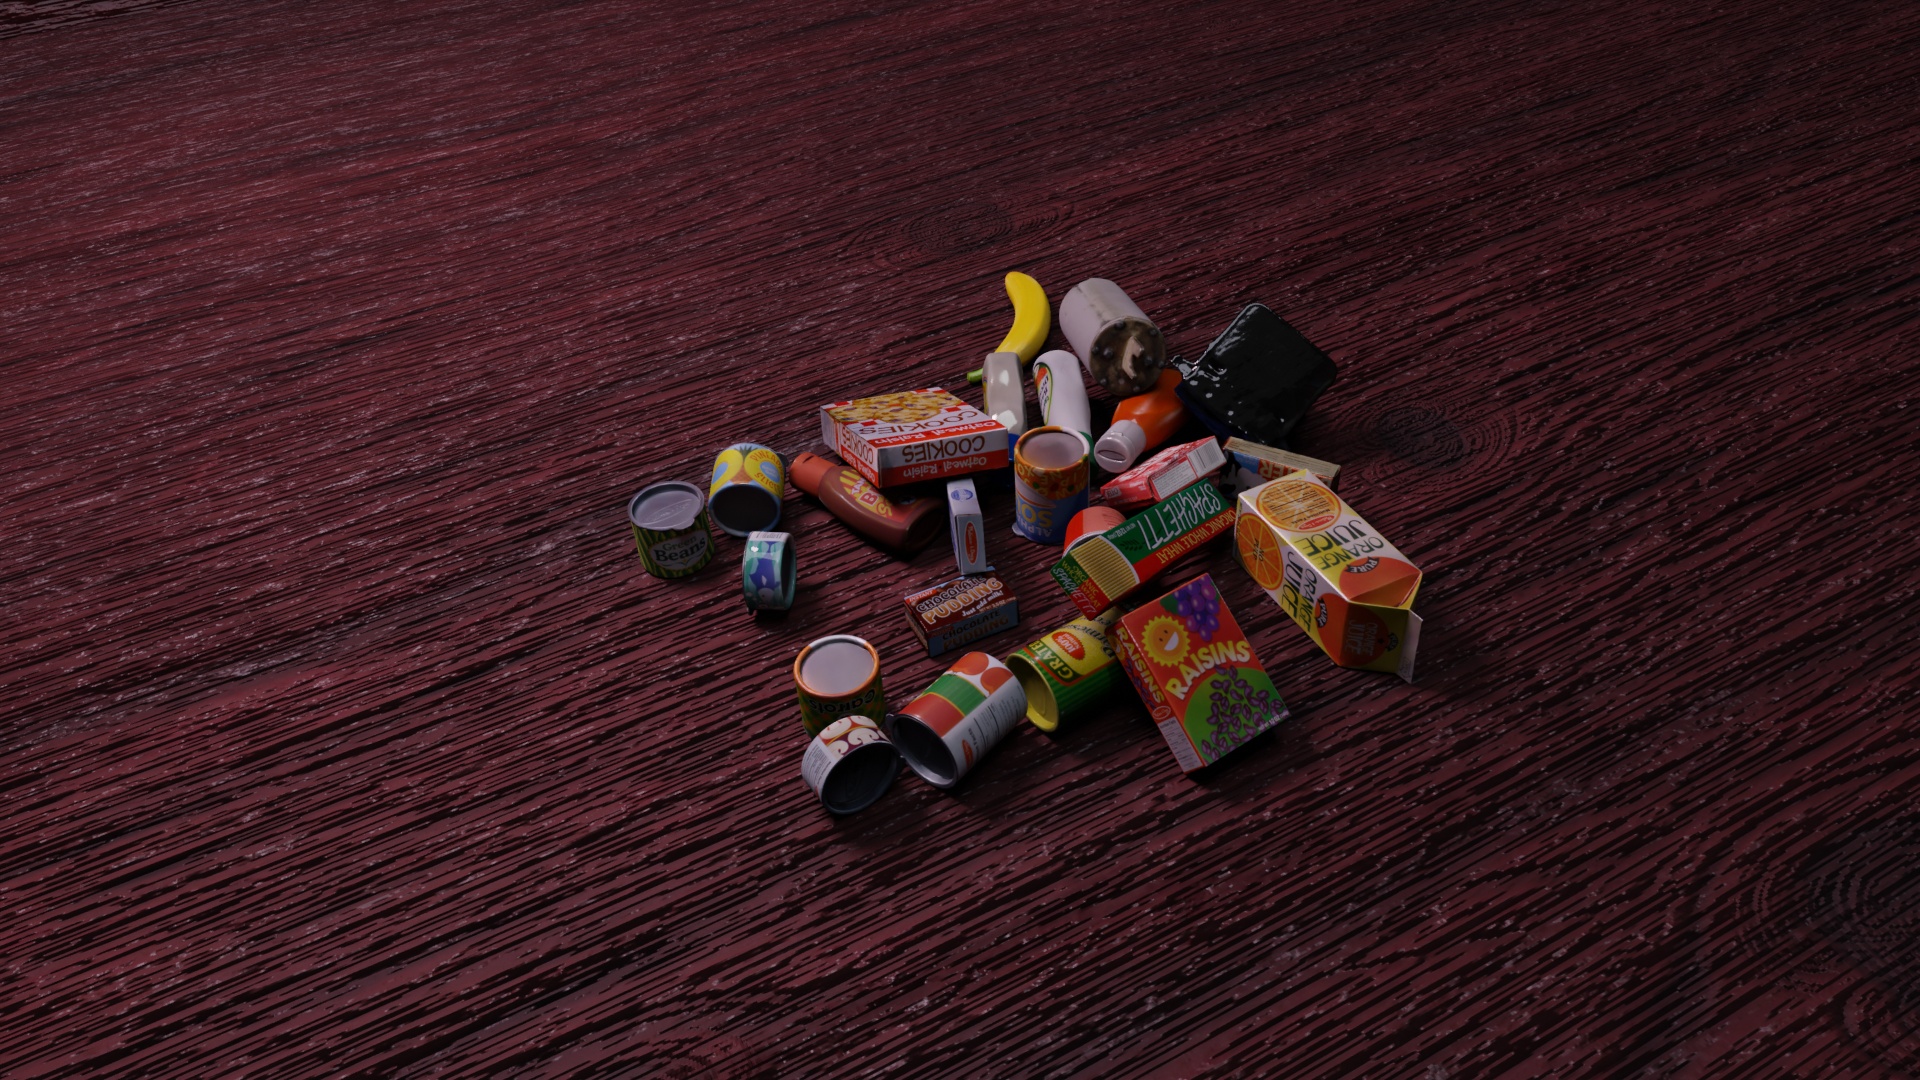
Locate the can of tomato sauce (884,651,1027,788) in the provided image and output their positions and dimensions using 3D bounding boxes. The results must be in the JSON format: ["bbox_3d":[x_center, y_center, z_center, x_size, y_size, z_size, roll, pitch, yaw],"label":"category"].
[{"bbox_3d":[-0.002,0.131,1.028,0.071,0.070,0.083,27,49,31],"label":"can of tomato sauce"}]

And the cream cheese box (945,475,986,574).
[{"bbox_3d":[0.004,-0.015,1.183,0.024,0.053,0.104,-5,21,-3],"label":"cream cheese box"}]

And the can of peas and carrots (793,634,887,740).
[{"bbox_3d":[-0.091,0.116,1.057,0.071,0.058,0.071,-2,41,2],"label":"can of peas and carrots"}]

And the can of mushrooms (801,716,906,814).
[{"bbox_3d":[-0.077,0.161,1.000,0.071,0.070,0.033,-26,45,-24],"label":"can of mushrooms"}]

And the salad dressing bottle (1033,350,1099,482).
[{"bbox_3d":[0.101,-0.116,1.313,0.044,0.064,0.148,0,48,-10],"label":"salad dressing bottle"}]

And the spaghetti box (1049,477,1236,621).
[{"bbox_3d":[0.155,0.002,1.116,0.050,0.028,0.251,51,36,11],"label":"spaghetti box"}]

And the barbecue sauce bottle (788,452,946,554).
[{"bbox_3d":[-0.088,-0.037,1.245,0.149,0.043,0.065,24,43,29],"label":"barbecue sauce bottle"}]

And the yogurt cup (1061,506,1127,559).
[{"bbox_3d":[0.117,0.008,1.165,0.072,0.072,0.054,-2,33,2],"label":"yogurt cup"}]

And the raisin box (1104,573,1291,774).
[{"bbox_3d":[0.175,0.097,1.028,0.086,0.040,0.123,-26,81,-22],"label":"raisin box"}]

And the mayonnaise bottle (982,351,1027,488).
[{"bbox_3d":[0.043,-0.112,1.310,0.041,0.064,0.149,-2,44,1],"label":"mayonnaise bottle"}]

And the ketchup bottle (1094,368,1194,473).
[{"bbox_3d":[0.171,-0.112,1.298,0.065,0.043,0.149,15,36,25],"label":"ketchup bottle"}]

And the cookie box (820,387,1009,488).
[{"bbox_3d":[-0.044,-0.095,1.265,0.123,0.040,0.168,-11,22,-20],"label":"cookie box"}]

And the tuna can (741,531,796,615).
[{"bbox_3d":[-0.159,0.028,1.161,0.033,0.070,0.071,2,41,5],"label":"tuna can"}]

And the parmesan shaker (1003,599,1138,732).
[{"bbox_3d":[0.093,0.092,1.065,0.103,0.071,0.071,-27,46,-25],"label":"parmesan shaker"}]

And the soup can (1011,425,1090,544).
[{"bbox_3d":[0.078,-0.048,1.215,0.071,0.083,0.072,-2,41,2],"label":"soup can"}]

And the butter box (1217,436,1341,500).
[{"bbox_3d":[0.281,-0.053,1.230,0.103,0.052,0.024,18,43,22],"label":"butter box"}]

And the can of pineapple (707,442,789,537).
[{"bbox_3d":[-0.190,-0.046,1.243,0.071,0.070,0.058,-4,42,0],"label":"can of pineapple"}]

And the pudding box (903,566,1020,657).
[{"bbox_3d":[0.001,0.058,1.139,0.084,0.030,0.050,-19,42,-17],"label":"pudding box"}]

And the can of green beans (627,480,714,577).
[{"bbox_3d":[-0.252,-0.009,1.214,0.071,0.057,0.071,-2,41,2],"label":"can of green beans"}]

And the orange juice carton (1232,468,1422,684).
[{"bbox_3d":[0.303,0.030,1.117,0.073,0.071,0.193,-19,43,-17],"label":"orange juice carton"}]
